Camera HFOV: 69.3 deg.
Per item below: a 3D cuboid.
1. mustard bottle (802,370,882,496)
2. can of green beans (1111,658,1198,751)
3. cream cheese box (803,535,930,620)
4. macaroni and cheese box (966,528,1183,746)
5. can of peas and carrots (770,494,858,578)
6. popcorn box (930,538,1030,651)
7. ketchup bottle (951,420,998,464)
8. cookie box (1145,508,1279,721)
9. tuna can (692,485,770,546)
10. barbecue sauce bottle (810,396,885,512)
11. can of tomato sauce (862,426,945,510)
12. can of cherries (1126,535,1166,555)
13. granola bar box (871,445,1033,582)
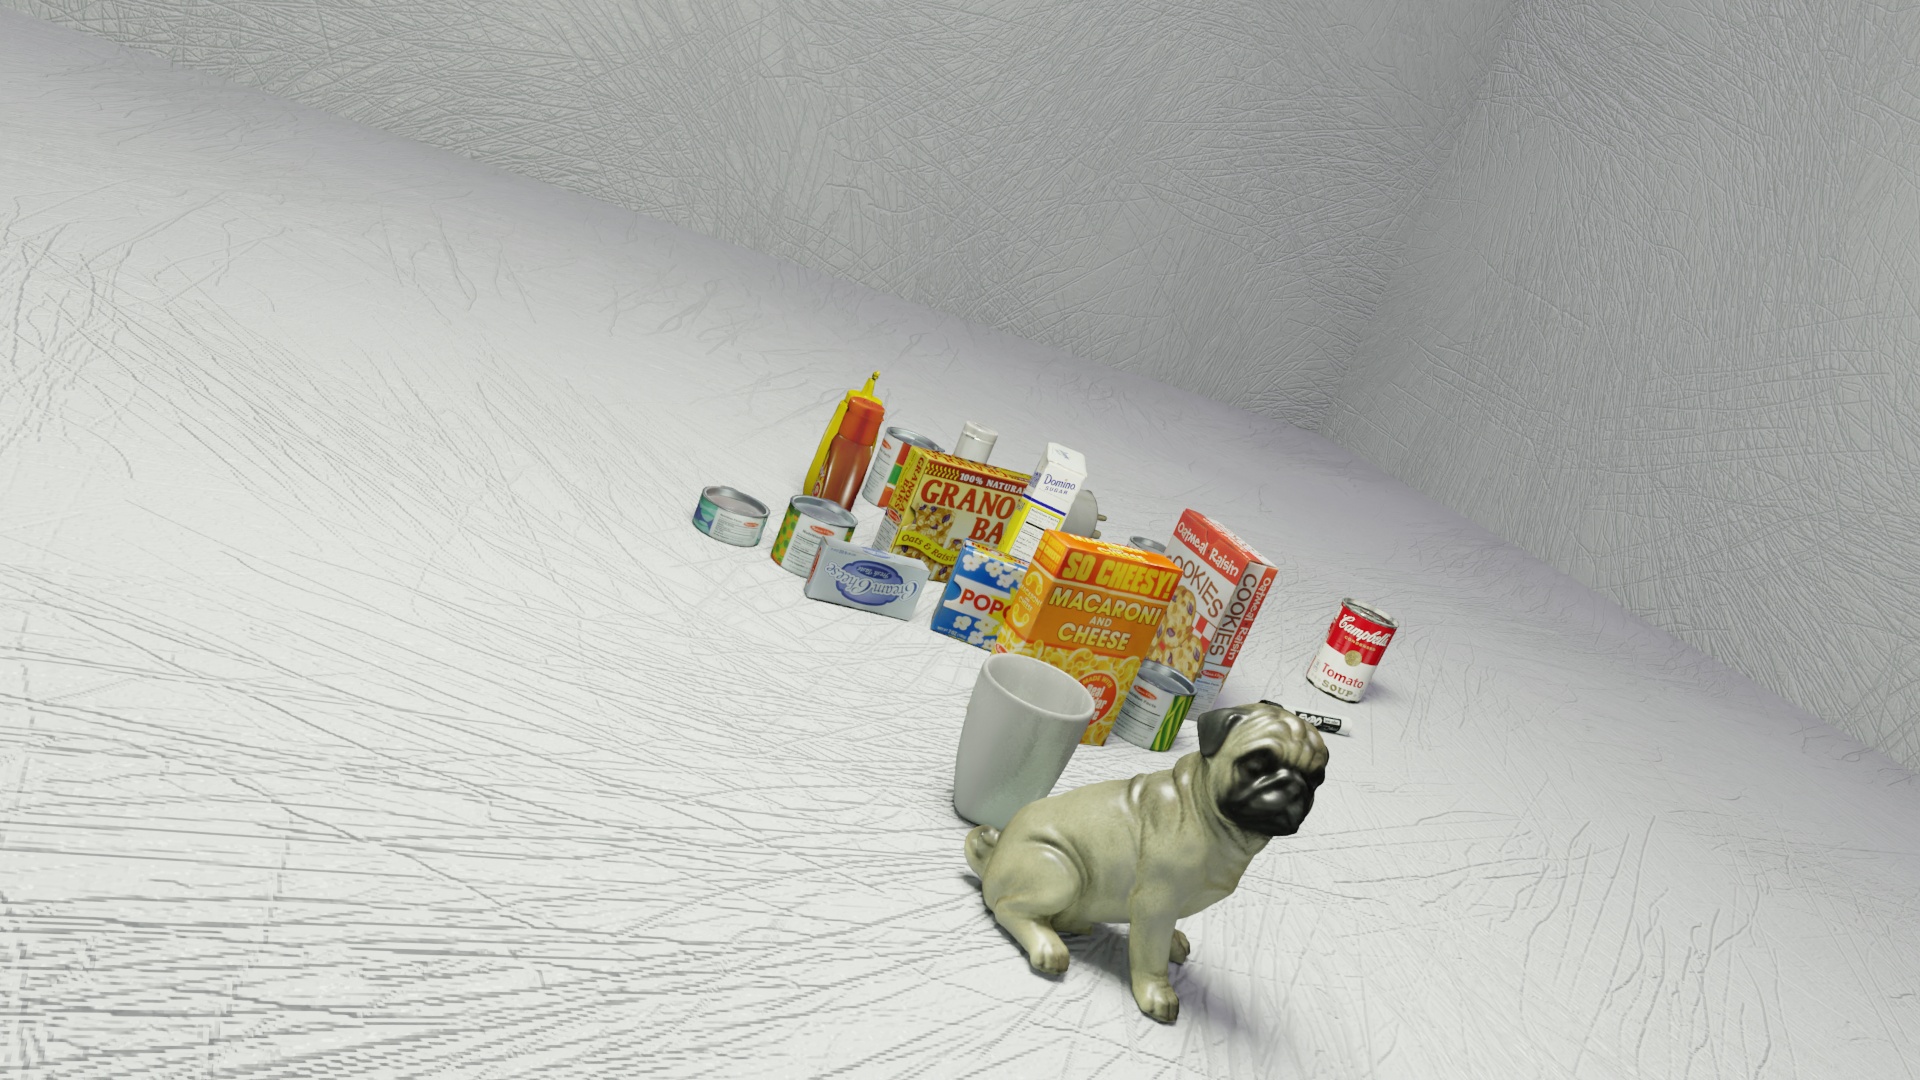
[{"bbox_3d":[-0.117,-0.107,1.467,0.049,0.159,0.065,27,16,18],"label":"mustard bottle"},{"bbox_3d":[0.165,0.143,1.212,0.071,0.057,0.071,21,15,-6],"label":"can of green beans"},{"bbox_3d":[-0.084,0.035,1.239,0.104,0.053,0.024,15,17,-26],"label":"cream cheese box"},{"bbox_3d":[0.092,0.080,1.118,0.124,0.166,0.040,12,18,-33],"label":"macaroni and cheese box"},{"bbox_3d":[-0.135,-0.003,1.284,0.071,0.058,0.071,21,15,-6],"label":"can of peas and carrots"},{"bbox_3d":[0.046,0.060,1.272,0.127,0.085,0.038,21,15,-6],"label":"popcorn box"},{"bbox_3d":[-0.005,-0.051,1.456,0.065,0.148,0.043,30,17,25],"label":"ketchup bottle"},{"bbox_3d":[0.224,0.070,1.331,0.040,0.167,0.123,14,17,-28],"label":"cookie box"},{"bbox_3d":[-0.214,-0.023,1.291,0.071,0.032,0.071,21,16,-6],"label":"tuna can"},{"bbox_3d":[-0.115,-0.066,1.354,0.044,0.148,0.065,19,15,-13],"label":"barbecue sauce bottle"},{"bbox_3d":[-0.066,-0.078,1.583,0.071,0.083,0.071,21,15,-6],"label":"can of tomato sauce"},{"bbox_3d":[0.221,0.034,1.650,0.071,0.058,0.072,21,15,-6],"label":"can of cherries"},{"bbox_3d":[0.005,-0.018,1.402,0.166,0.124,0.039,12,18,-34],"label":"granola bar box"}]
